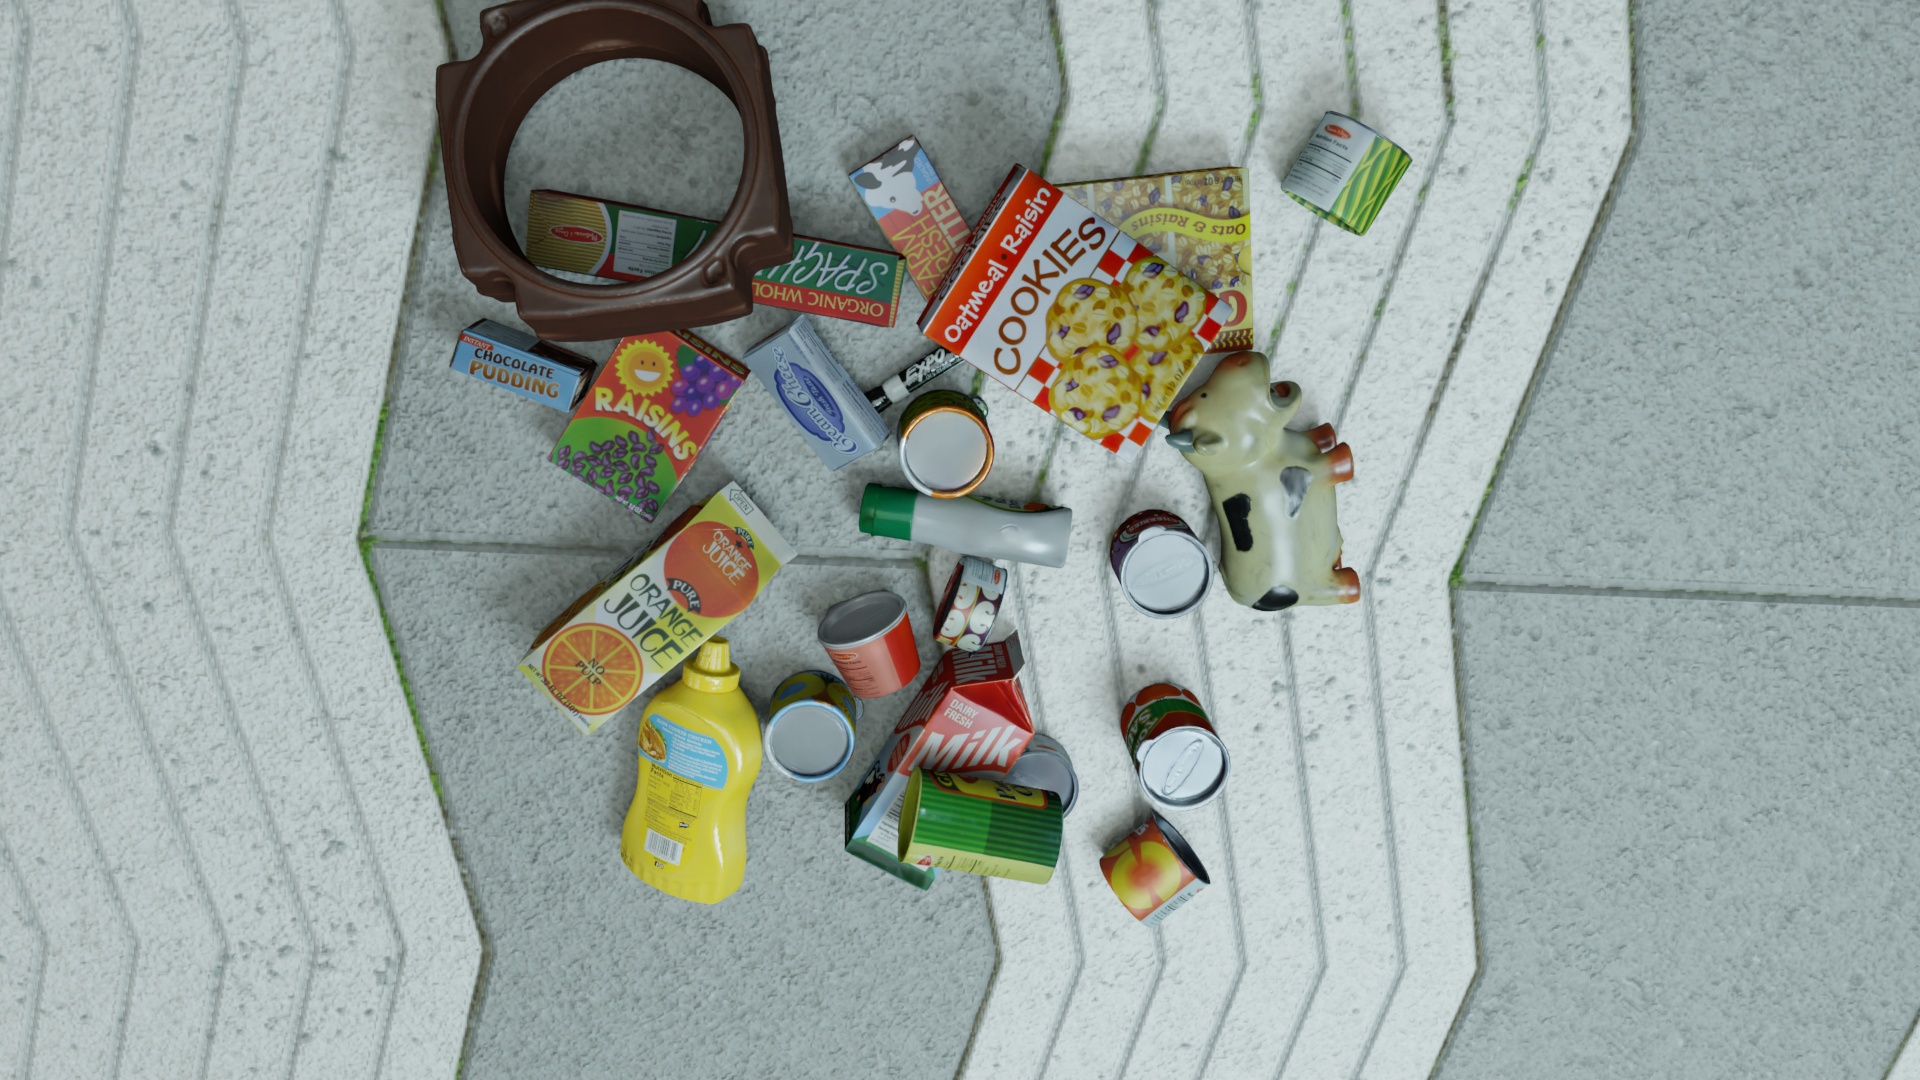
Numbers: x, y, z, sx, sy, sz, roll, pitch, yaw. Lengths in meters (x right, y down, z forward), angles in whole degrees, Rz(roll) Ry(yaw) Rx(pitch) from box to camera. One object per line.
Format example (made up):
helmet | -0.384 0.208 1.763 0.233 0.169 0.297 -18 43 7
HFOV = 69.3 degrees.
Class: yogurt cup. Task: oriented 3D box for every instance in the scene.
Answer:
yogurt cup | -0.063 0.077 1.002 0.072 0.072 0.053 -19 115 2

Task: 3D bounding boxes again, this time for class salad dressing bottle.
salad dressing bottle | 0.004 -0.012 0.983 0.148 0.064 0.044 8 95 2

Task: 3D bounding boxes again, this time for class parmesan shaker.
parmesan shaker | 0.013 0.199 0.967 0.103 0.071 0.071 11 105 -10

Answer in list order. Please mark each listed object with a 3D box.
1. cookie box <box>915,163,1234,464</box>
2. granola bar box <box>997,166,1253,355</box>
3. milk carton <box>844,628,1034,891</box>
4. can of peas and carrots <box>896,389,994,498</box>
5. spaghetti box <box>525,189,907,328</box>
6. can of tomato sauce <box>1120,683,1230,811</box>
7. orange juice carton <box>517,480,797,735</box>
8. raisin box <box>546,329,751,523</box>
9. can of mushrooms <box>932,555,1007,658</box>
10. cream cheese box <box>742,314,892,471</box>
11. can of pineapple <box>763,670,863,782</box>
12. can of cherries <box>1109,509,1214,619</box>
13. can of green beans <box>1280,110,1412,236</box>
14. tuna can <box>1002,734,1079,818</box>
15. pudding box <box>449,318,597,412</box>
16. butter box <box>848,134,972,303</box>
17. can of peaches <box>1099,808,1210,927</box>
cookie box | 0.073 -0.146 0.905 0.167 0.040 0.122 30 100 -16
granola bar box | 0.114 -0.184 0.943 0.166 0.039 0.123 -7 107 -6
milk carton | -0.007 0.153 1.023 0.073 0.072 0.190 30 103 -12
can of peas and carrots | -0.009 -0.069 0.965 0.071 0.059 0.070 -1 107 -3
spaghetti box | -0.161 -0.187 0.924 0.250 0.029 0.050 10 107 0
can of tomato sauce | 0.155 0.150 1.026 0.071 0.083 0.071 -1 106 -3
orange juice carton | -0.209 0.043 0.977 0.192 0.073 0.071 -38 105 7
raisin box | -0.214 -0.087 0.957 0.086 0.040 0.123 33 103 -11
can of mushrooms | 0.006 0.048 0.996 0.033 0.071 0.071 21 104 -9
cream cheese box | -0.098 -0.100 0.955 0.053 0.024 0.103 -23 111 42
can of pineapple | -0.108 0.136 1.018 0.071 0.058 0.070 -1 106 -3
can of cherries | 0.143 0.014 0.999 0.071 0.058 0.071 -1 107 -2
can of green beans | 0.257 -0.244 0.927 0.071 0.071 0.057 28 104 -11
tuna can | 0.054 0.185 1.056 0.071 0.033 0.071 -1 106 -3
pudding box | -0.294 -0.119 0.937 0.084 0.050 0.030 20 106 -9
butter box | -0.027 -0.216 0.939 0.053 0.024 0.103 -31 105 6
can of peaches | 0.147 0.251 1.065 0.058 0.071 0.071 -41 105 9
